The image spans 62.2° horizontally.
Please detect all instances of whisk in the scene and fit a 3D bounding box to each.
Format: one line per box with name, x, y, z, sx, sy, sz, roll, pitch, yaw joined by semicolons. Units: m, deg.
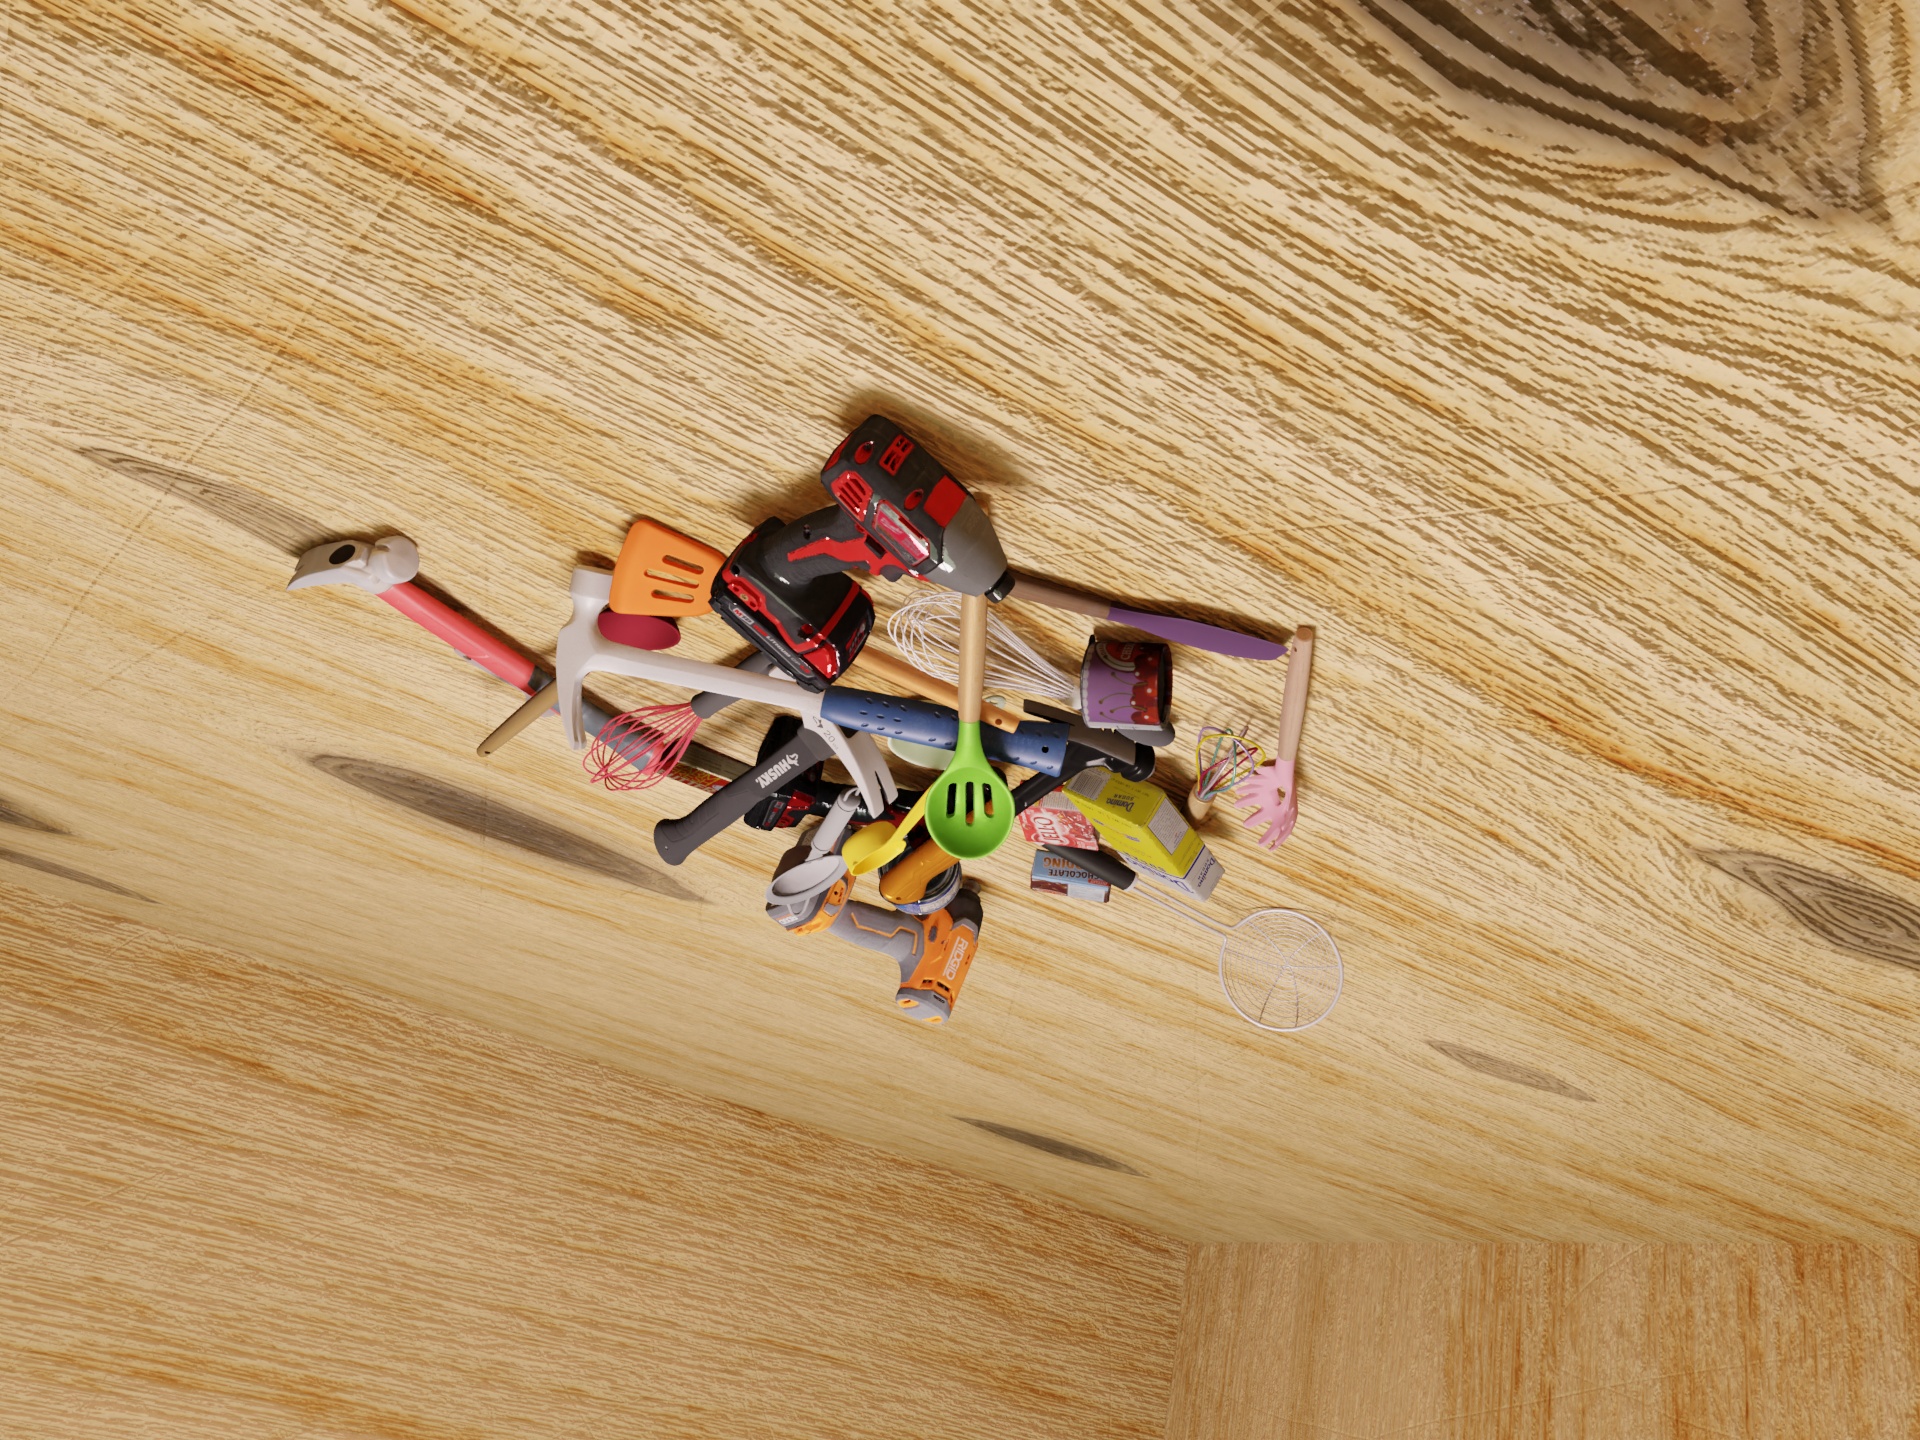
whisk;-0.238;-0.005;1.394;0.073;0.073;0.296;30;139;-33
whisk;0.063;-0.032;1.230;0.284;0.070;0.070;23;153;-33
whisk;0.215;0.057;1.353;0.047;0.051;0.244;-12;161;-6

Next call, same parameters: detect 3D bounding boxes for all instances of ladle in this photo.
ladle;-0.342;-0.031;1.378;0.069;0.031;0.315;27;140;-33

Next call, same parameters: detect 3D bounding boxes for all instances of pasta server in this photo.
pasta server;0.255;0.018;1.263;0.040;0.060;0.316;-29;152;-9

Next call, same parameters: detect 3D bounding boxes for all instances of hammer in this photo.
hammer;-0.118;-0.012;1.241;0.405;0.144;0.035;12;-177;3
hammer;-0.414;-0.047;1.432;0.143;0.038;0.385;-4;151;33
hammer;-0.181;0.065;1.393;0.146;0.035;0.334;51;138;-5
hammer;0.019;0.085;1.397;0.127;0.034;0.337;21;142;-26

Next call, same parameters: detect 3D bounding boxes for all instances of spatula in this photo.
spatula;0.081;-0.086;1.144;0.316;0.018;0.059;15;167;-7
spatula;-0.105;-0.059;1.200;0.322;0.041;0.081;24;117;0

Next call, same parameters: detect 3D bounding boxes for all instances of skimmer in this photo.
skimmer;0.227;0.200;1.601;0.363;0.127;0.090;29;-167;-23

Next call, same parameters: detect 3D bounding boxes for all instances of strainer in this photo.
strainer;-0.129;0.113;1.460;0.087;0.050;0.258;-15;160;-27

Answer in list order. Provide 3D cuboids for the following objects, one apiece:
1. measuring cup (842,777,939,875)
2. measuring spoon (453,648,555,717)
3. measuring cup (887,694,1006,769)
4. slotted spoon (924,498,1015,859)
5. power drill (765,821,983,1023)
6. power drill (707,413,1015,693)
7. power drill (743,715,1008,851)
measuring cup;-0.056;0.085;1.409;0.062;0.029;0.156;-14;153;-45
measuring spoon;-0.426;-0.033;1.489;0.034;0.018;0.124;-8;148;38
measuring cup;-0.002;-0.004;1.336;0.083;0.038;0.167;22;152;-20
slotted spoon;0.010;-0.023;1.155;0.070;0.031;0.313;2;129;0
power drill;-0.077;0.199;1.693;0.226;0.164;0.084;36;149;-18
power drill;-0.065;-0.104;1.071;0.143;0.079;0.219;41;144;-15
power drill;-0.074;0.066;1.477;0.226;0.080;0.188;15;156;-12
